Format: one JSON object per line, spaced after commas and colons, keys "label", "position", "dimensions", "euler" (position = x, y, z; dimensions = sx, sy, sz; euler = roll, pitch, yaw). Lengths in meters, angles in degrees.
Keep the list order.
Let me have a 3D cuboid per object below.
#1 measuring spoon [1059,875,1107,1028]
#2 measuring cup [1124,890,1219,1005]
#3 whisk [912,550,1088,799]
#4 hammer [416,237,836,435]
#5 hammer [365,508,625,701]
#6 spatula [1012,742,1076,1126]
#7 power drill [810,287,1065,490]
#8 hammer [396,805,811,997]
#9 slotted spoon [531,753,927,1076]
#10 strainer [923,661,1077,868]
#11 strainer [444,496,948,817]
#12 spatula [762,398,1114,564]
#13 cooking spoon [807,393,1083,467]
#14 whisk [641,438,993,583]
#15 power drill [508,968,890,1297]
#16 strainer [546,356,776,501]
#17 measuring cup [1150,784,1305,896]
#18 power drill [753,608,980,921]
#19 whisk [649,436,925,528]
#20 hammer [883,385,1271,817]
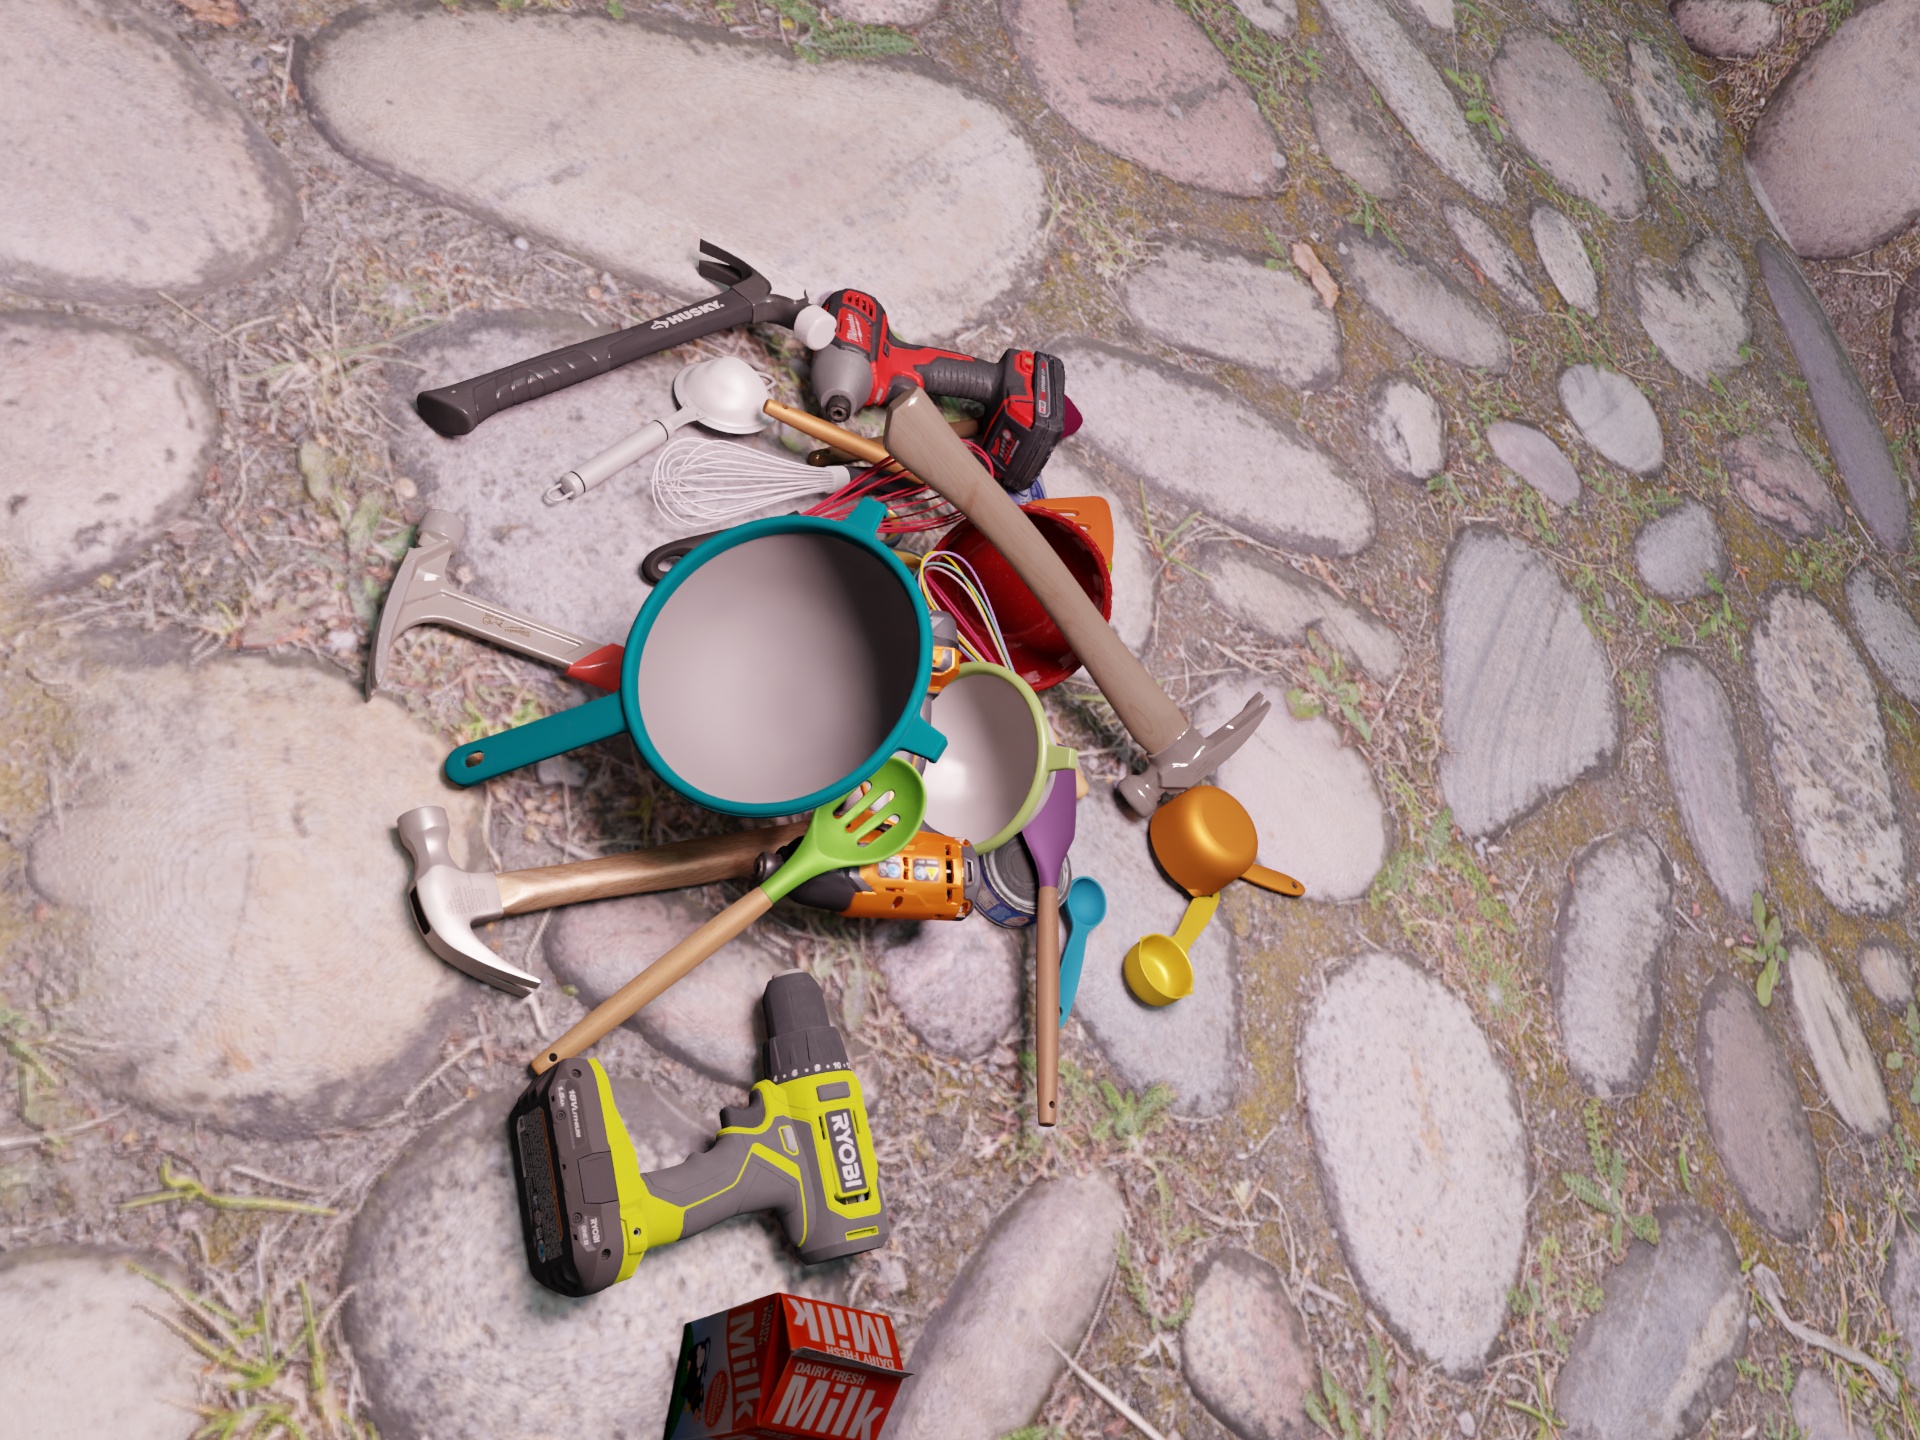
{"label": "measuring spoon", "position": [0.085, 0.184, 1.261], "dimensions": [0.042, 0.021, 0.129], "euler": [31, 61, -28]}
{"label": "measuring cup", "position": [0.180, 0.182, 1.322], "dimensions": [0.062, 0.029, 0.156], "euler": [47, 38, -1]}
{"label": "whisk", "position": [0.034, -0.032, 1.292], "dimensions": [0.244, 0.051, 0.047], "euler": [57, 15, -18]}
{"label": "hammer", "position": [-0.269, -0.296, 1.249], "dimensions": [0.335, 0.035, 0.146], "euler": [-30, 59, -33]}
{"label": "hammer", "position": [-0.234, -0.024, 1.147], "dimensions": [0.358, 0.036, 0.149], "euler": [22, 56, -22]}
{"label": "spatula", "position": [0.065, 0.152, 1.214], "dimensions": [0.059, 0.018, 0.316], "euler": [16, 57, -24]}
{"label": "power drill", "position": [-0.024, -0.286, 1.380], "dimensions": [0.219, 0.078, 0.143], "euler": [16, 48, -14]}
{"label": "hammer", "position": [-0.209, 0.104, 1.098], "dimensions": [0.331, 0.031, 0.130], "euler": [-7, 70, -36]}
{"label": "slotted spoon", "position": [-0.151, 0.130, 1.051], "dimensions": [0.314, 0.031, 0.070], "euler": [-38, 84, -16]}
{"label": "strainer", "position": [-0.002, -0.004, 1.254], "dimensions": [0.069, 0.151, 0.257], "euler": [17, 34, -50]}
{"label": "strainer", "position": [-0.173, -0.005, 1.074], "dimensions": [0.340, 0.095, 0.211], "euler": [-18, 67, 7]}
{"label": "spatula", "position": [-0.014, -0.206, 1.334], "dimensions": [0.322, 0.041, 0.081], "euler": [20, 50, -24]}
{"label": "cooking spoon", "position": [-0.008, -0.260, 1.432], "dimensions": [0.319, 0.017, 0.069], "euler": [-19, 69, -39]}
{"label": "whisk", "position": [-0.108, -0.160, 1.247], "dimensions": [0.296, 0.073, 0.073], "euler": [-20, 77, -17]}
{"label": "power drill", "position": [-0.162, 0.261, 1.018], "dimensions": [0.228, 0.080, 0.191], "euler": [0, 66, -36]}
{"label": "strainer", "position": [-0.229, -0.235, 1.261], "dimensions": [0.087, 0.050, 0.258], "euler": [39, 52, 10]}
{"label": "measuring cup", "position": [0.246, 0.112, 1.371], "dimensions": [0.173, 0.052, 0.095], "euler": [21, 48, -25]}
{"label": "power drill", "position": [-0.072, 0.031, 1.151], "dimensions": [0.164, 0.084, 0.227], "euler": [6, 71, -28]}
{"label": "whisk", "position": [-0.128, -0.195, 1.298], "dimensions": [0.284, 0.070, 0.070], "euler": [-9, 71, -41]}
{"label": "hammer", "position": [0.087, -0.105, 1.271], "dimensions": [0.410, 0.146, 0.038], "euler": [49, 6, -23]}
